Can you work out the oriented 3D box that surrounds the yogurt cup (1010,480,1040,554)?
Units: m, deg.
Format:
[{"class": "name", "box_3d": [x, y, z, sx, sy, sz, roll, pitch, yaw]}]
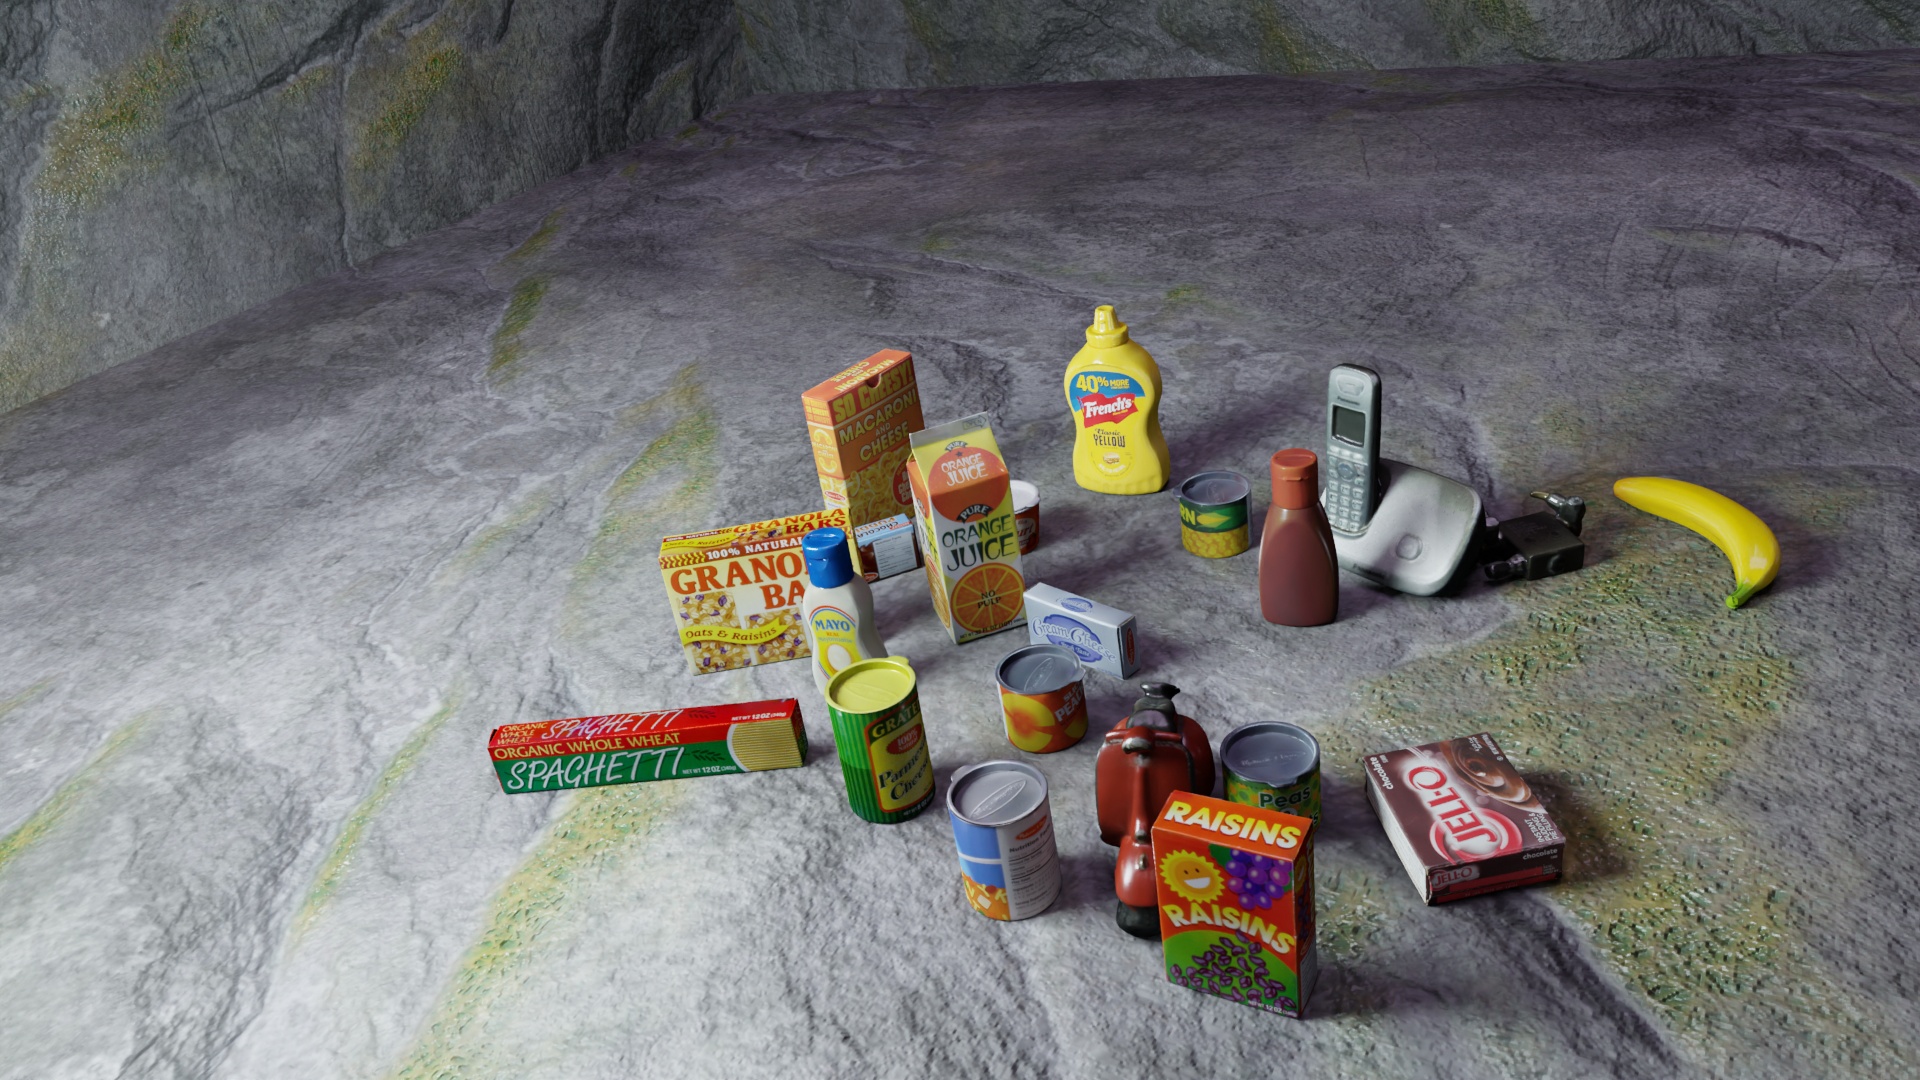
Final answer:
[{"class": "yogurt cup", "box_3d": [0.045, -0.020, 1.332, 0.072, 0.053, 0.073, -7, 29, 4]}]

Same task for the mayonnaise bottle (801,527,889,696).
[{"class": "mayonnaise bottle", "box_3d": [-0.098, 0.061, 1.132, 0.065, 0.147, 0.041, 1, 30, 19]}]

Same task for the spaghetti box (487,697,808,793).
[{"class": "spaghetti box", "box_3d": [-0.247, 0.162, 1.095, 0.250, 0.050, 0.029, -6, 29, 6]}]

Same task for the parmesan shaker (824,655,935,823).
[{"class": "parmesan shaker", "box_3d": [-0.055, 0.145, 1.014, 0.071, 0.102, 0.071, -7, 29, 4]}]

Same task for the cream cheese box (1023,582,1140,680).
[{"class": "cream cheese box", "box_3d": [0.099, 0.074, 1.147, 0.104, 0.053, 0.024, 19, 39, 41]}]

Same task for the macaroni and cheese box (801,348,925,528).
[{"class": "macaroni and cheese box", "box_3d": [-0.087, -0.090, 1.383, 0.040, 0.165, 0.124, 15, 37, 38]}]

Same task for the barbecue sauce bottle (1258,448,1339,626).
[{"class": "barbecue sauce bottle", "box_3d": [0.275, -0.002, 1.133, 0.065, 0.147, 0.044, 0, 30, 17]}]

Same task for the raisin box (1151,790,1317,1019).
[{"class": "raisin box", "box_3d": [0.161, 0.211, 0.809, 0.086, 0.122, 0.040, 8, 33, 29]}]

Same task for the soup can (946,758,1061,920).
[{"class": "soup can", "box_3d": [0.028, 0.196, 0.917, 0.071, 0.083, 0.072, -7, 29, 4]}]

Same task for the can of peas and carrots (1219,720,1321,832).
[{"class": "can of peas and carrots", "box_3d": [0.212, 0.166, 0.942, 0.071, 0.058, 0.071, -7, 29, 4]}]

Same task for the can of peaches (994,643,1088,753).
[{"class": "can of peaches", "box_3d": [0.065, 0.122, 1.067, 0.071, 0.057, 0.071, -7, 29, 4]}]

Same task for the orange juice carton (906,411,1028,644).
[{"class": "orange juice carton", "box_3d": [0.004, -0.015, 1.192, 0.072, 0.191, 0.073, -16, 29, -12]}]

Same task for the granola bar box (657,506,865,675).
[{"class": "granola bar box", "box_3d": [-0.165, 0.044, 1.208, 0.166, 0.123, 0.039, -9, 28, 0]}]

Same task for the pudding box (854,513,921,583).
[{"class": "pudding box", "box_3d": [-0.083, 0.011, 1.320, 0.084, 0.049, 0.030, -17, 29, -14]}]

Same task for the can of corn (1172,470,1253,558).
[{"class": "can of corn", "box_3d": [0.233, -0.024, 1.279, 0.071, 0.058, 0.071, -7, 29, 4]}]
